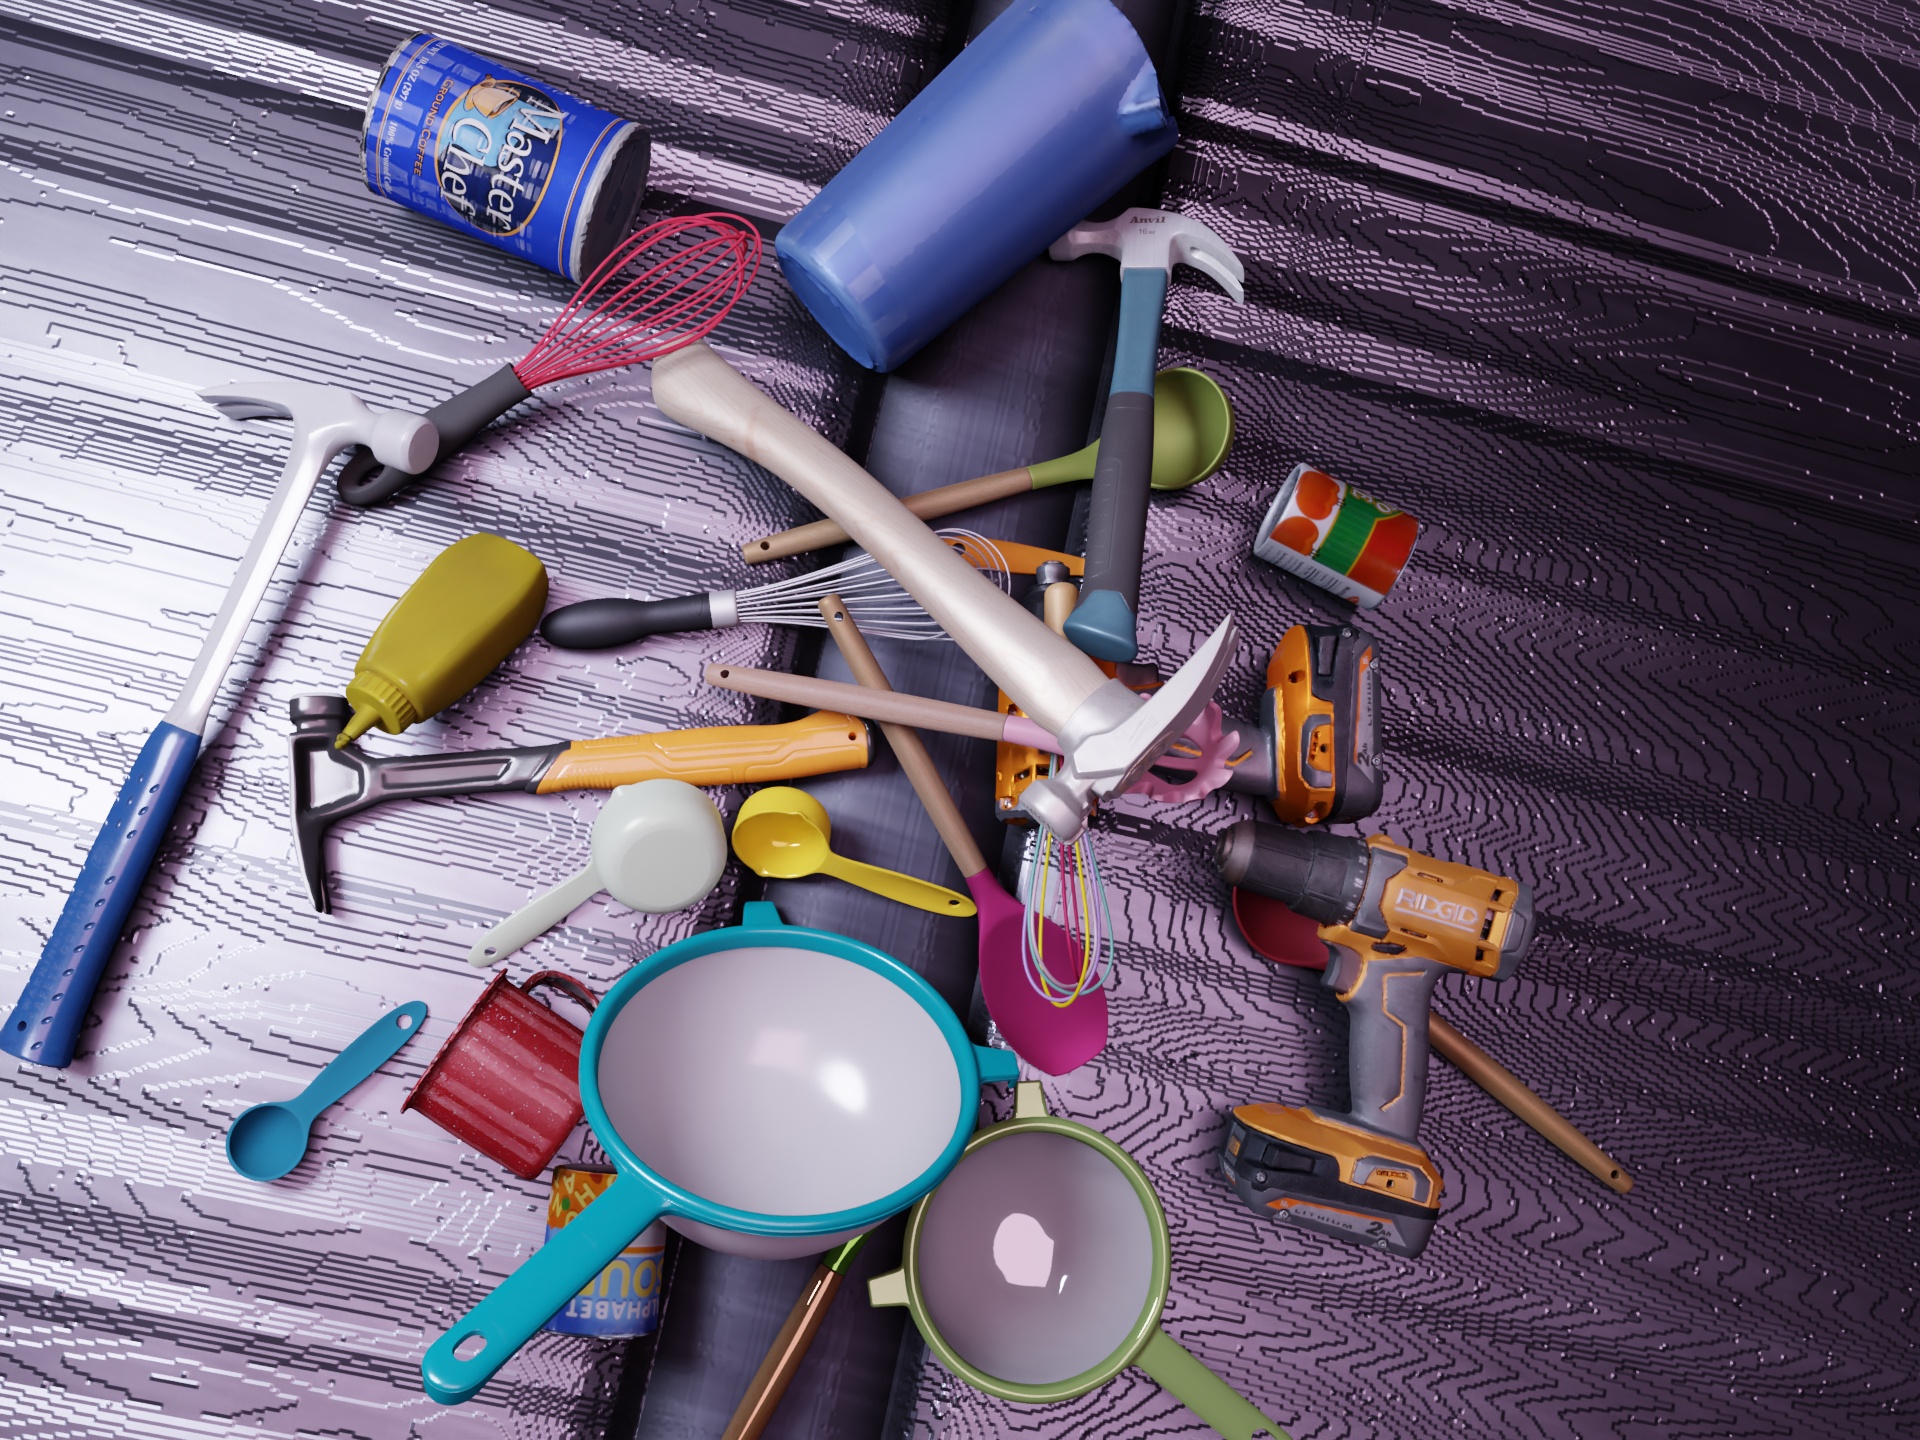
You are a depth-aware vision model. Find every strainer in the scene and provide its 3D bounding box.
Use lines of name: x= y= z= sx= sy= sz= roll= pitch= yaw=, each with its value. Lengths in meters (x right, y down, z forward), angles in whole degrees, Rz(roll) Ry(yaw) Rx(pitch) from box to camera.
strainer: x=-0.135 y=0.241 z=0.815 sx=0.211 sy=0.095 sz=0.340 roll=28 pitch=39 yaw=22
strainer: x=0.079 y=0.334 z=0.899 sx=0.256 sy=0.069 sz=0.151 roll=39 pitch=74 yaw=0

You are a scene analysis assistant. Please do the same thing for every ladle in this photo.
ladle: x=0.292 y=0.188 z=0.981 sx=0.315 sy=0.031 sz=0.069 roll=40 pitch=86 yaw=-1
ladle: x=0.019 y=-0.150 z=0.993 sx=0.320 sy=0.062 sz=0.078 roll=-16 pitch=76 yaw=-8

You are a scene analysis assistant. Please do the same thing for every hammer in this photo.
hammer: x=0.101 y=-0.182 z=0.962 sx=0.128 sy=0.033 sz=0.331 roll=3 pitch=62 yaw=12
hammer: x=-0.439 y=-0.007 z=0.898 sx=0.144 sy=0.035 sz=0.405 roll=18 pitch=80 yaw=13
hammer: x=-0.033 y=-0.112 z=0.905 sx=0.146 sy=0.038 sz=0.411 roll=-46 pitch=65 yaw=-3
hammer: x=-0.216 y=0.034 z=0.933 sx=0.337 sy=0.034 sz=0.127 roll=-5 pitch=79 yaw=-9

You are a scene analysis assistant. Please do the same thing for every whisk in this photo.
whisk: x=0.061 y=0.039 z=0.902 sx=0.051 sy=0.047 sz=0.245 roll=0 pitch=75 yaw=2
whisk: x=-0.110 y=-0.072 z=0.961 sx=0.284 sy=0.070 sz=0.070 roll=-6 pitch=80 yaw=-5
whisk: x=-0.246 y=-0.214 z=0.950 sx=0.296 sy=0.073 sz=0.073 roll=-33 pitch=85 yaw=1

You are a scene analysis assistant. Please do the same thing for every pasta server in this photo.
pasta server: x=-0.001 y=-0.003 z=0.889 sx=0.316 sy=0.040 sz=0.060 roll=10 pitch=75 yaw=16

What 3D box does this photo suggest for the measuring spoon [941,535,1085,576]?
measuring spoon: x=0.042 y=-0.103 z=1.008 sx=0.117 sy=0.011 sz=0.021 roll=7 pitch=78 yaw=-7

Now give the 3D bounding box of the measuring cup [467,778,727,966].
measuring cup: x=-0.208 y=0.100 z=0.907 sx=0.167 sy=0.038 sz=0.083 roll=-34 pitch=122 yaw=-3

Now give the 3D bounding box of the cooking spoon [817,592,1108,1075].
cooking spoon: x=-0.003 y=0.067 z=0.941 sx=0.069 sy=0.017 sz=0.319 roll=-29 pitch=95 yaw=-7

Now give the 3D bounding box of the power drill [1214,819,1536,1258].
power drill: x=0.217 y=0.175 z=0.927 sx=0.185 sy=0.084 sz=0.226 roll=17 pitch=87 yaw=-3

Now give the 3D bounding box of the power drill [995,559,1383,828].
power drill: x=0.135 y=-0.014 z=0.971 sx=0.226 sy=0.084 sz=0.164 roll=2 pitch=79 yaw=-4

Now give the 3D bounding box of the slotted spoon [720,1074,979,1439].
slotted spoon: x=-0.083 y=0.335 z=0.898 sx=0.070 sy=0.031 sz=0.314 roll=29 pitch=78 yaw=6

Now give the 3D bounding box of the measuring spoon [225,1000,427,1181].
measuring spoon: x=-0.351 y=0.205 z=0.893 sx=0.042 sy=0.021 sz=0.128 roll=46 pitch=67 yaw=3

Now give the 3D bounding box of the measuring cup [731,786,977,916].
measuring cup: x=-0.060 y=0.081 z=0.947 sx=0.156 sy=0.062 sz=0.029 roll=21 pitch=41 yaw=-17
